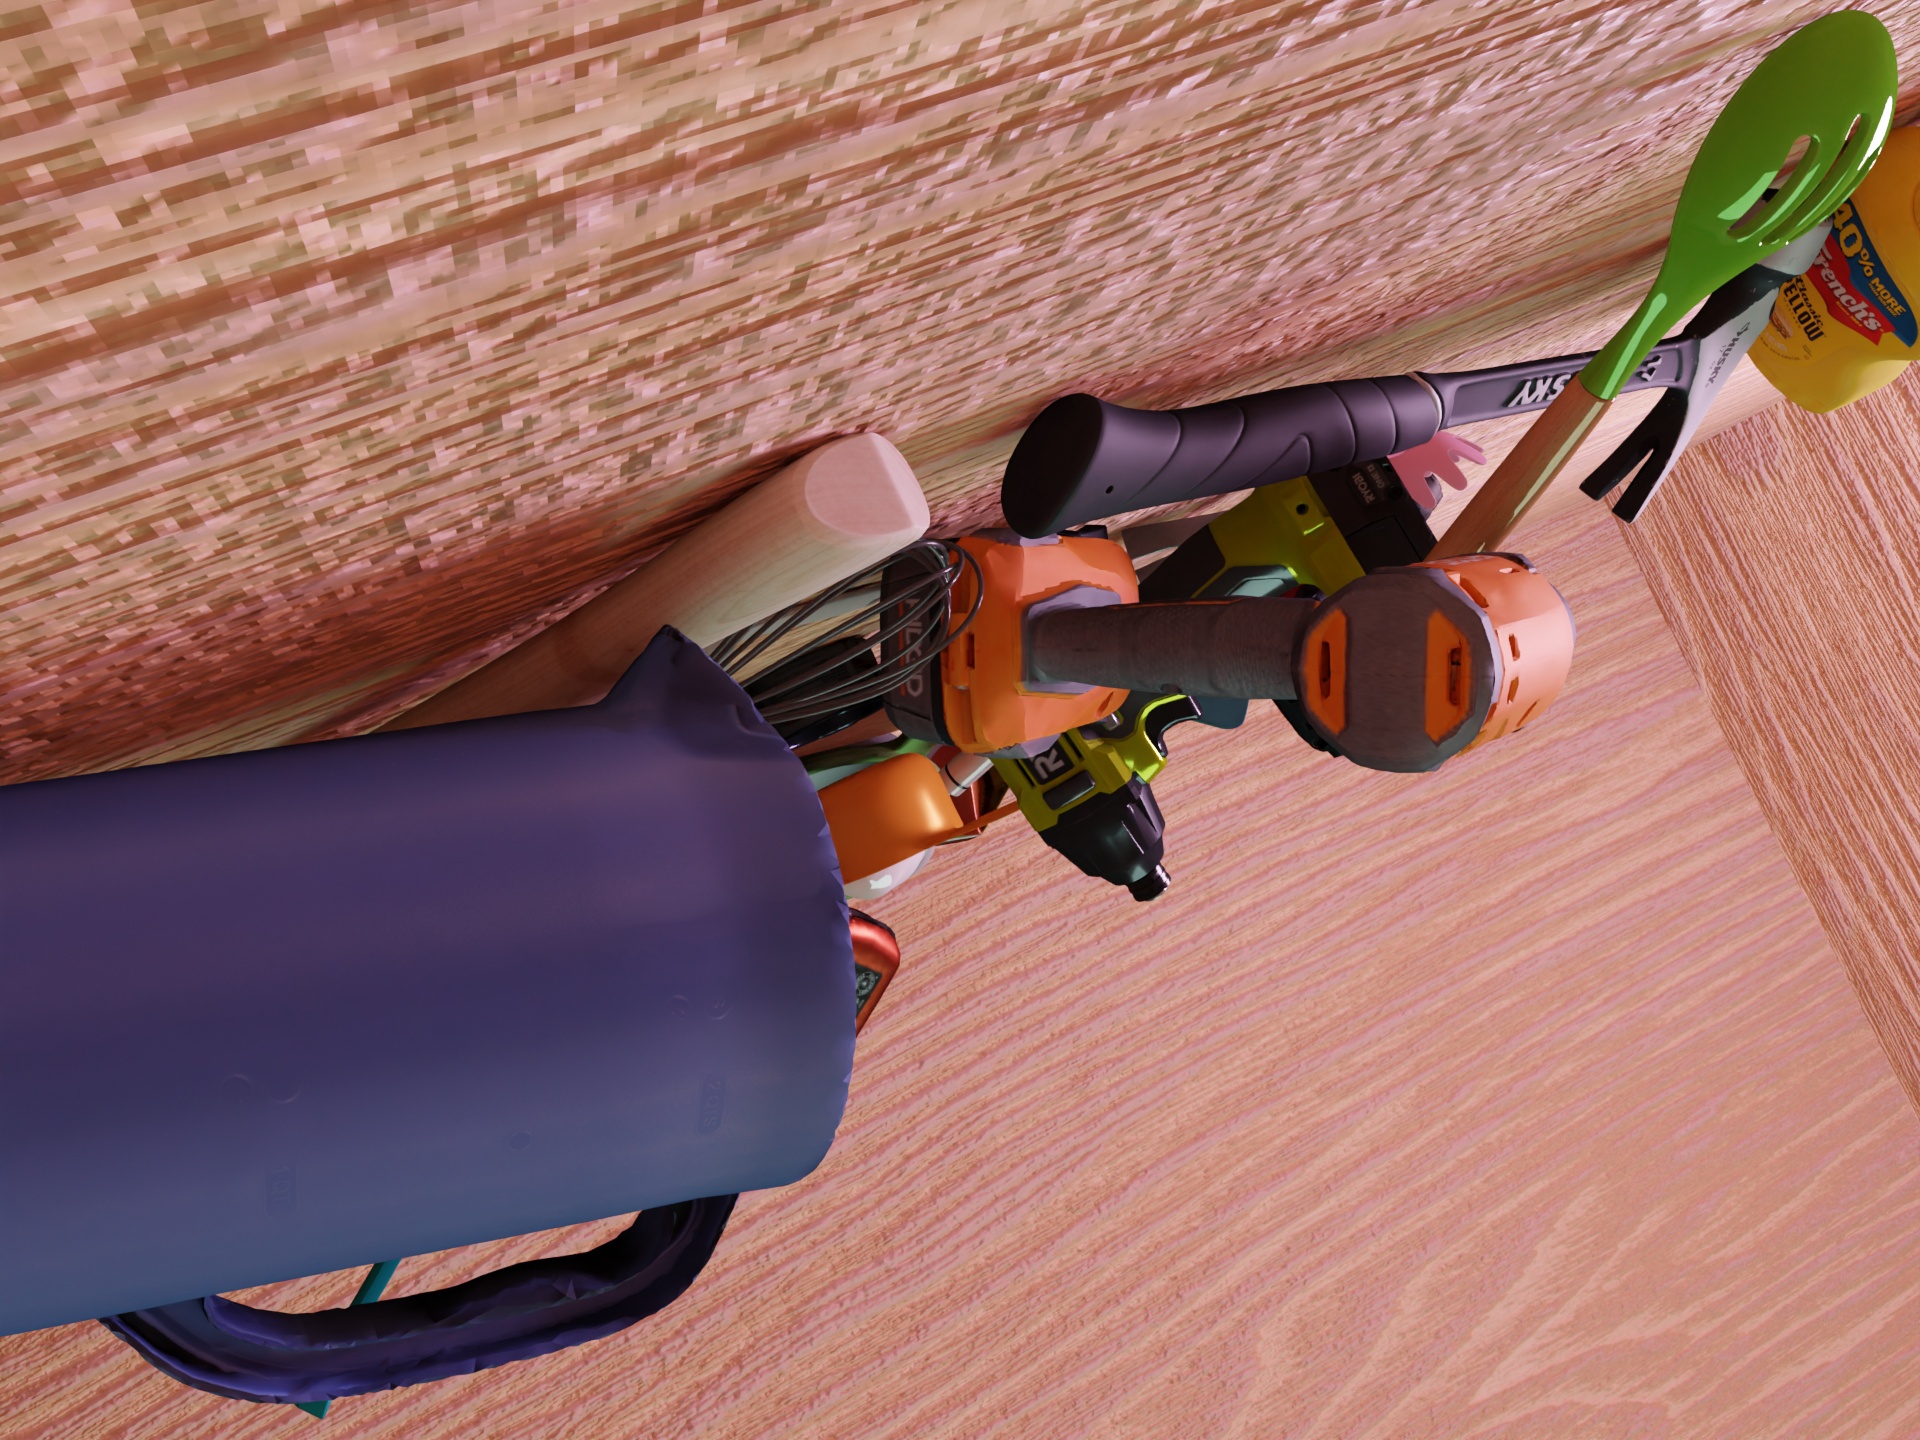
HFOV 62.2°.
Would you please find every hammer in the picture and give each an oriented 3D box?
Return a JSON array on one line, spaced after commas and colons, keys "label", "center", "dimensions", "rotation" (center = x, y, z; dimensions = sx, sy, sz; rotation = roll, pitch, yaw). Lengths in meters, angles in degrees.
[{"label": "hammer", "center": [-0.189, 0.024, 0.490], "dimensions": [0.410, 0.038, 0.146], "rotation": [-26, 177, 15]}, {"label": "hammer", "center": [0.066, -0.050, 0.972], "dimensions": [0.144, 0.035, 0.405], "rotation": [-16, 173, -31]}, {"label": "hammer", "center": [0.180, -0.116, 0.596], "dimensions": [0.409, 0.036, 0.149], "rotation": [-16, 139, -34]}]

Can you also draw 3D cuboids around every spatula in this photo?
[{"label": "spatula", "center": [-0.001, -0.003, 0.855], "dimensions": [0.317, 0.044, 0.082], "rotation": [-14, -141, 26]}]

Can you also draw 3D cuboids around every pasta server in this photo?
[{"label": "pasta server", "center": [0.176, -0.081, 0.979], "dimensions": [0.316, 0.040, 0.060], "rotation": [-37, -167, 27]}]

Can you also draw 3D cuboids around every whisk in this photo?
[{"label": "whisk", "center": [-0.098, 0.005, 0.537], "dimensions": [0.239, 0.055, 0.055], "rotation": [-32, 176, -2]}]

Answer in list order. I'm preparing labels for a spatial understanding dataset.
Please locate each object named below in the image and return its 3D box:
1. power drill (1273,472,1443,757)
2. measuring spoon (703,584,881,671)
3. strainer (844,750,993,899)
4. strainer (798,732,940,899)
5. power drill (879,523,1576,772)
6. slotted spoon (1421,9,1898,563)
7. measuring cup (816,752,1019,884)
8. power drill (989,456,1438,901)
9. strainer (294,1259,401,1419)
[{"label": "power drill", "center": [0.246, -0.082, 1.001], "dimensions": [0.188, 0.080, 0.227], "rotation": [-37, -164, 8]}, {"label": "measuring spoon", "center": [-0.066, -0.032, 0.613], "dimensions": [0.124, 0.018, 0.034], "rotation": [-22, 175, -42]}, {"label": "strainer", "center": [-0.011, 0.041, 0.943], "dimensions": [0.086, 0.050, 0.258], "rotation": [32, 117, -34]}, {"label": "strainer", "center": [-0.054, 0.011, 0.973], "dimensions": [0.151, 0.069, 0.256], "rotation": [17, 128, -44]}, {"label": "power drill", "center": [0.102, -0.029, 0.578], "dimensions": [0.226, 0.084, 0.164], "rotation": [5, -170, 35]}, {"label": "slotted spoon", "center": [0.212, -0.099, 0.563], "dimensions": [0.070, 0.031, 0.313], "rotation": [-6, 147, -26]}, {"label": "measuring cup", "center": [-0.021, 0.041, 0.857], "dimensions": [0.173, 0.052, 0.095], "rotation": [-24, -178, 45]}, {"label": "power drill", "center": [0.115, -0.026, 0.727], "dimensions": [0.223, 0.171, 0.080], "rotation": [-31, -167, 17]}, {"label": "strainer", "center": [-0.159, 0.157, 0.699], "dimensions": [0.340, 0.095, 0.211], "rotation": [-61, -172, -14]}]
